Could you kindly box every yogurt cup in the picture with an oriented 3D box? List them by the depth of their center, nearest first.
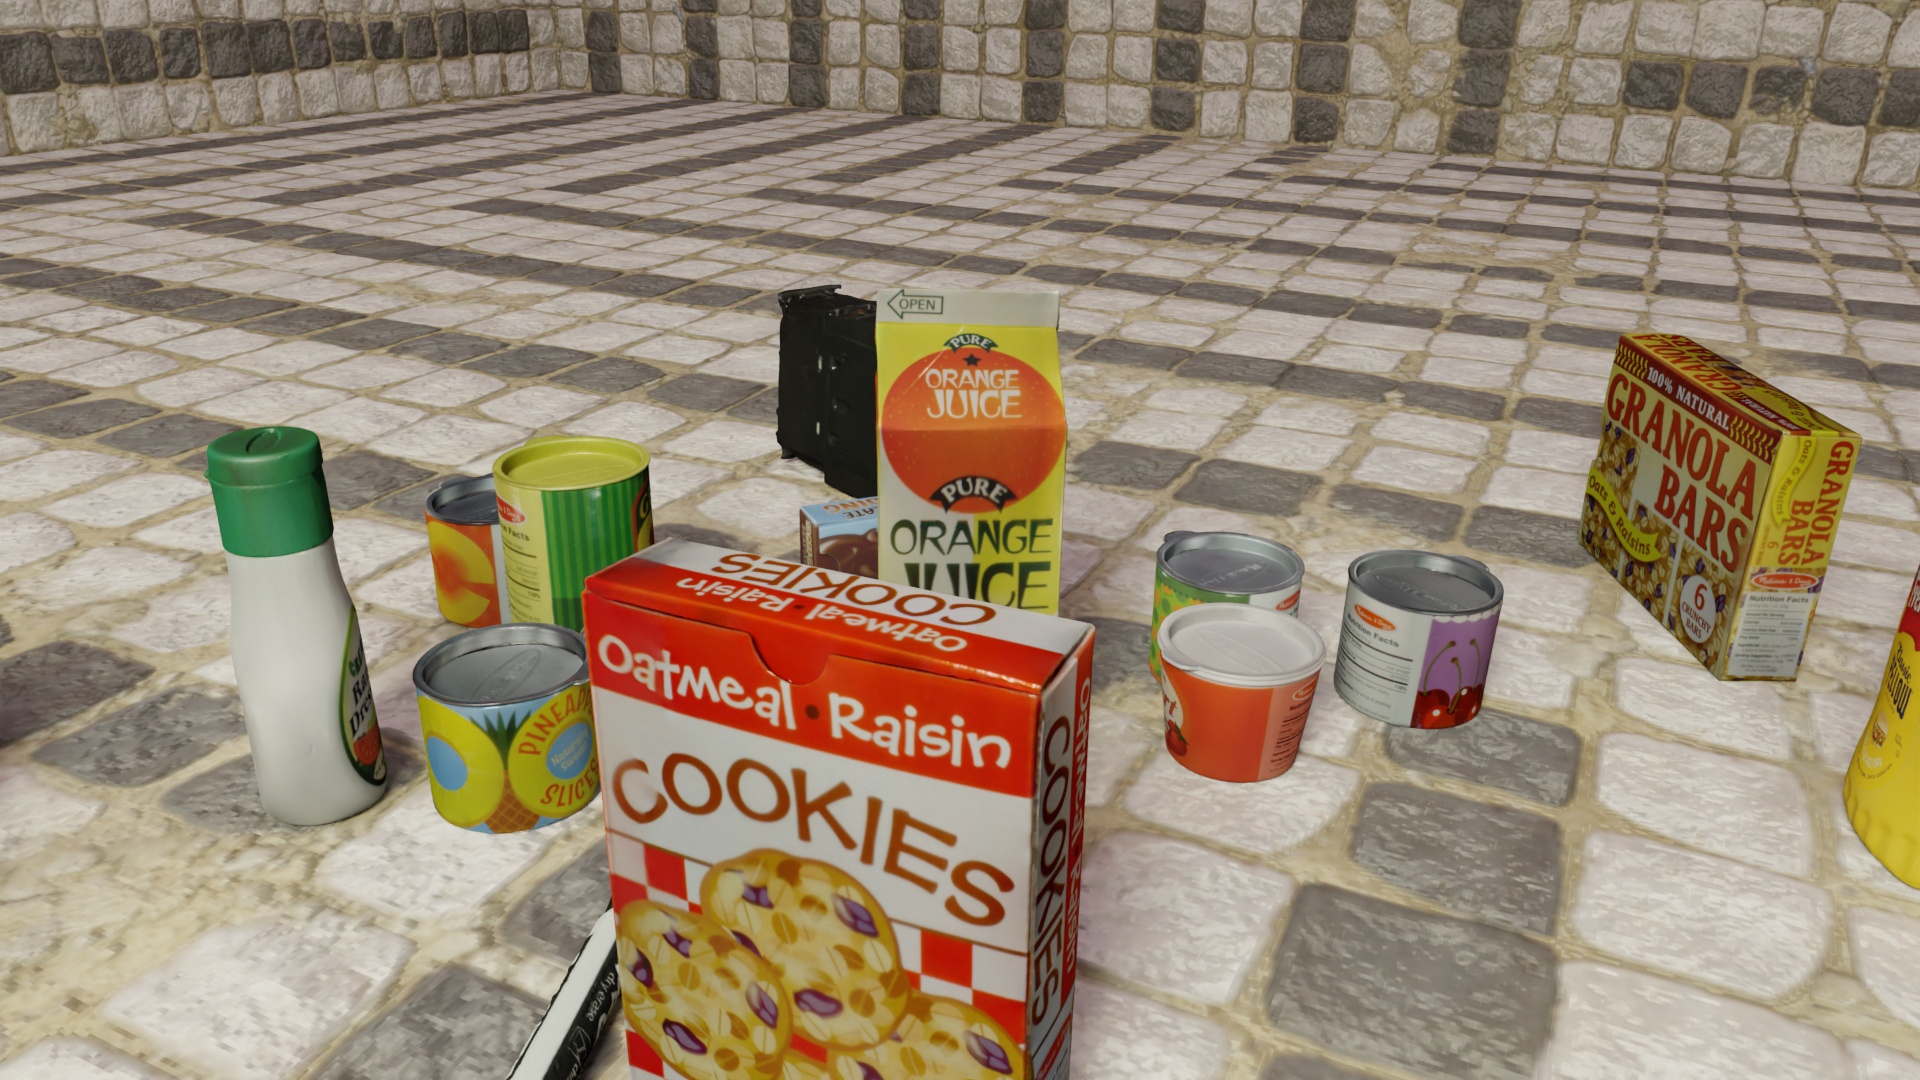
[{"bbox_3d":[0.114,0.063,0.576,0.072,0.053,0.073,1,23,0],"label":"yogurt cup"}]

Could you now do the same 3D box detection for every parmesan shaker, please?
[{"bbox_3d":[-0.170,0.011,0.623,0.071,0.102,0.071,1,23,0],"label":"parmesan shaker"}]

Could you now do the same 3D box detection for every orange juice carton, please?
[{"bbox_3d":[0.002,-0.007,0.560,0.072,0.191,0.073,-1,23,-4],"label":"orange juice carton"}]

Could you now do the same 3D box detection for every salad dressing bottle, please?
[{"bbox_3d":[-0.246,0.033,0.515,0.044,0.147,0.064,-5,24,-13],"label":"salad dressing bottle"}]

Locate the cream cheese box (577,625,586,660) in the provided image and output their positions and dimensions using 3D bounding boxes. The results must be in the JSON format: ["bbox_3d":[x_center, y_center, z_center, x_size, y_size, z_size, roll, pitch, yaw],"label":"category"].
[{"bbox_3d":[-0.102,0.060,0.574,0.104,0.053,0.024,2,23,3],"label":"cream cheese box"}]

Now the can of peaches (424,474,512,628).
[{"bbox_3d":[-0.231,0.004,0.694,0.071,0.057,0.071,1,23,0],"label":"can of peaches"}]

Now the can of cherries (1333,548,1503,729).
[{"bbox_3d":[0.206,0.043,0.621,0.071,0.058,0.072,1,23,0],"label":"can of cherries"}]

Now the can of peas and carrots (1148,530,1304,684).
[{"bbox_3d":[0.119,0.034,0.637,0.071,0.058,0.071,1,23,0],"label":"can of peas and carrots"}]

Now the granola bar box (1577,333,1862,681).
[{"bbox_3d":[0.370,-0.023,0.697,0.039,0.123,0.166,1,23,0],"label":"granola bar box"}]

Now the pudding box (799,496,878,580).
[{"bbox_3d":[-0.040,0.004,0.712,0.084,0.049,0.030,-9,25,-23],"label":"pudding box"}]

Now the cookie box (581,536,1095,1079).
[{"bbox_3d":[-0.032,0.091,0.365,0.123,0.166,0.040,10,25,21],"label":"cookie box"}]

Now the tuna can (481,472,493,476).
[{"bbox_3d":[-0.237,-0.016,0.770,0.071,0.032,0.071,1,23,0],"label":"tuna can"}]

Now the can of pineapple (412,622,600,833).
[{"bbox_3d":[-0.172,0.072,0.539,0.071,0.057,0.071,1,23,0],"label":"can of pineapple"}]
